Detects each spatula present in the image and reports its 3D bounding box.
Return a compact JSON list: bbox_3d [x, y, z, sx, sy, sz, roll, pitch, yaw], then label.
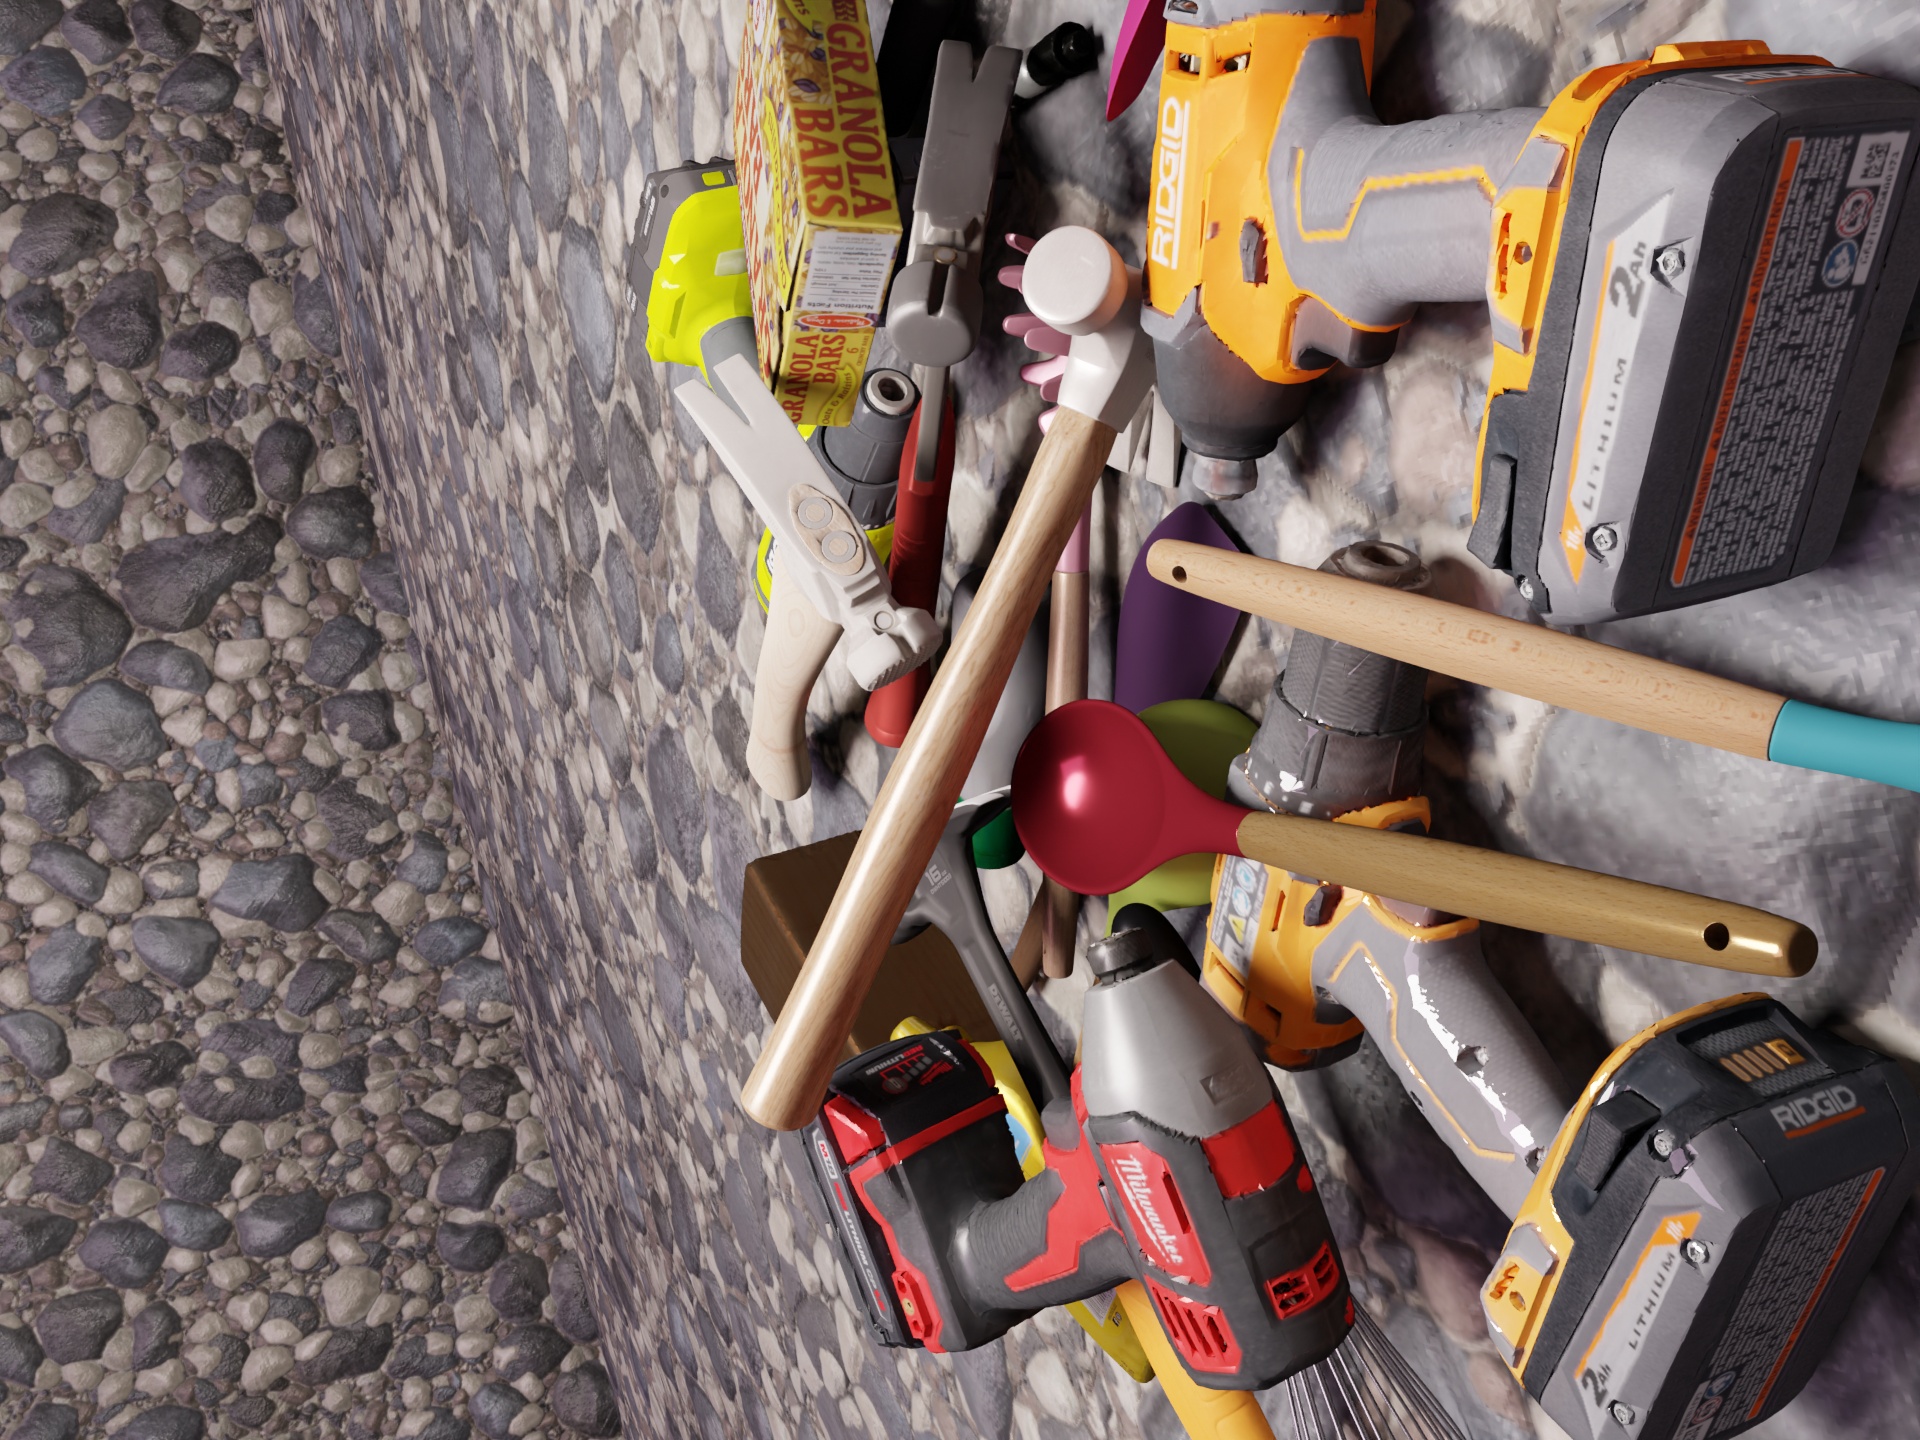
[{"bbox_3d":[0.167,-0.003,0.383,0.318,0.044,0.082,21,126,40],"label":"spatula"},{"bbox_3d":[0.060,0.032,0.694,0.060,0.018,0.315,57,147,32],"label":"spatula"}]

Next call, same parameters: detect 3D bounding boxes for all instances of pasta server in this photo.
[{"bbox_3d":[0.037,-0.036,0.657,0.060,0.040,0.316,-109,18,-70],"label":"pasta server"}]

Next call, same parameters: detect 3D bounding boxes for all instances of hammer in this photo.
[{"bbox_3d":[-0.092,-0.034,0.808,0.146,0.038,0.410,56,164,7],"label":"hammer"},{"bbox_3d":[0.064,0.188,0.632,0.337,0.034,0.127,62,144,14],"label":"hammer"},{"bbox_3d":[-0.015,-0.104,0.697,0.358,0.036,0.149,100,179,-58],"label":"hammer"},{"bbox_3d":[-0.001,-0.002,0.572,0.031,0.130,0.331,28,100,23],"label":"hammer"}]

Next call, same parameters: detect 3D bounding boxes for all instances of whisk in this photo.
[{"bbox_3d":[0.120,0.198,0.581,0.285,0.070,0.070,66,153,6],"label":"whisk"}]

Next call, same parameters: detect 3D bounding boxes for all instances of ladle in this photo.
[{"bbox_3d":[0.075,0.113,0.693,0.078,0.062,0.319,51,152,33],"label":"ladle"},{"bbox_3d":[0.100,0.035,0.457,0.315,0.031,0.069,-171,85,-64],"label":"ladle"}]

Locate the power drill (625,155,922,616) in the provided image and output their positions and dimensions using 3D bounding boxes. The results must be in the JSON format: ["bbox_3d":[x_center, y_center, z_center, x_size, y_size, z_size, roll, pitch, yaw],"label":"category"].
[{"bbox_3d":[-0.093,-0.179,0.829,0.229,0.080,0.190,64,153,17],"label":"power drill"}]

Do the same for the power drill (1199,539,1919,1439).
[{"bbox_3d":[0.153,0.068,0.461,0.226,0.084,0.185,-130,37,-50],"label":"power drill"}]

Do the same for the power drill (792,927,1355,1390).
[{"bbox_3d":[0.031,0.157,0.569,0.219,0.078,0.143,-27,83,53],"label":"power drill"}]

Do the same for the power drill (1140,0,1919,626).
[{"bbox_3d":[0.124,-0.109,0.427,0.227,0.084,0.164,-132,37,-52],"label":"power drill"}]

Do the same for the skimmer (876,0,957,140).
[{"bbox_3d":[0.002,-0.314,0.547,0.127,0.090,0.363,27,151,-4],"label":"skimmer"}]

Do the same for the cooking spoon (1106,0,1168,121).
[{"bbox_3d":[0.097,-0.308,0.417,0.017,0.069,0.318,29,134,6],"label":"cooking spoon"}]
